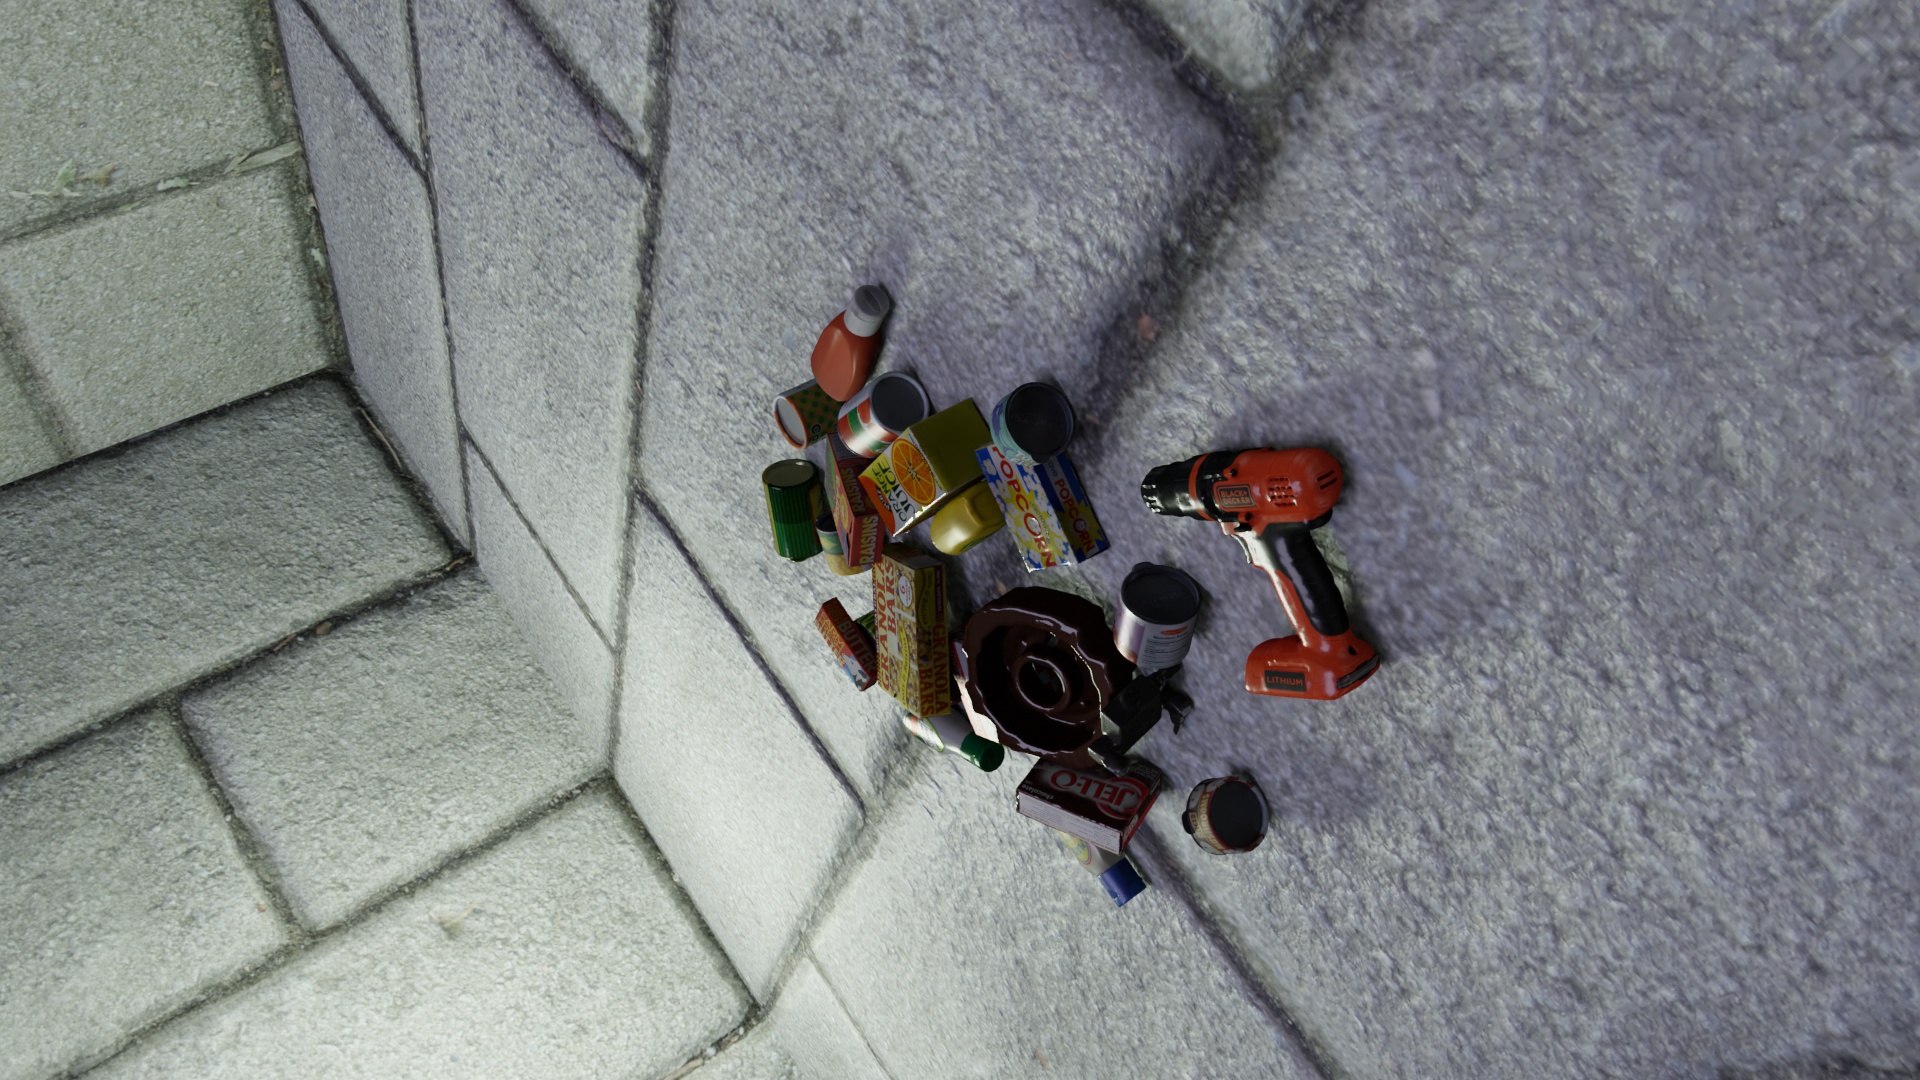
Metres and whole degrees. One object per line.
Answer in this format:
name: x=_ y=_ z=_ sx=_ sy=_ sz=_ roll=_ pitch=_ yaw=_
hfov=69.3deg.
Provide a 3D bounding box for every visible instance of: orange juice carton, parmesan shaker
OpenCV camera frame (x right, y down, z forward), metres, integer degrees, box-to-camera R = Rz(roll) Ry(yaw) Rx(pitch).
orange juice carton: x=-0.037 y=-0.063 z=1.355 sx=0.072 sy=0.073 sz=0.192 roll=60 pitch=152 yaw=3
parmesan shaker: x=-0.195 y=-0.036 z=1.643 sx=0.071 sy=0.071 sz=0.102 roll=34 pitch=141 yaw=41

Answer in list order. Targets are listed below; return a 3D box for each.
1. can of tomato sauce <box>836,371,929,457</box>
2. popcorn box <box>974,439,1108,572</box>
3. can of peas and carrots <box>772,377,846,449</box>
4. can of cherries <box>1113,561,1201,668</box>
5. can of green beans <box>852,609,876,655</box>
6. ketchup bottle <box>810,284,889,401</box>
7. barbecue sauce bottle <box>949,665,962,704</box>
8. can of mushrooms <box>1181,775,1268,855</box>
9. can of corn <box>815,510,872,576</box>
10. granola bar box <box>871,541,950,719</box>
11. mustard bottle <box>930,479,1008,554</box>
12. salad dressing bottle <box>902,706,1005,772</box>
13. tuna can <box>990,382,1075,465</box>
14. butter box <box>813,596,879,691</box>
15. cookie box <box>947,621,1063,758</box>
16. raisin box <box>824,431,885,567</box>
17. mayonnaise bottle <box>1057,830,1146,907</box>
can of tomato sauce: x=-0.075 y=-0.122 z=1.373 sx=0.071 sy=0.071 sz=0.083 roll=62 pitch=151 yaw=-1
popcorn box: x=0.071 y=-0.038 z=1.236 sx=0.085 sy=0.038 sz=0.126 roll=-14 pitch=103 yaw=61
can of peas and carrots: x=-0.161 y=-0.137 z=1.508 sx=0.071 sy=0.059 sz=0.070 roll=40 pitch=145 yaw=35
can of cherries: x=0.161 y=0.061 z=1.149 sx=0.071 sy=0.072 sz=0.058 roll=42 pitch=147 yaw=32
can of green beans: x=-0.085 y=0.108 z=1.602 sx=0.071 sy=0.058 sz=0.071 roll=39 pitch=144 yaw=36
ketchup bottle: x=-0.108 y=-0.199 z=1.381 sx=0.065 sy=0.044 sz=0.148 roll=55 pitch=151 yaw=9
barbecue sauce bottle: x=-0.042 y=0.157 z=1.591 sx=0.148 sy=0.044 sz=0.065 roll=-14 pitch=100 yaw=62
can of mushrooms: x=0.227 y=0.236 z=1.188 sx=0.071 sy=0.071 sz=0.033 roll=62 pitch=150 yaw=0
can of corn: x=-0.125 y=-0.001 z=1.561 sx=0.071 sy=0.071 sz=0.058 roll=20 pitch=132 yaw=51
granola bar box: x=-0.055 y=0.094 z=1.495 sx=0.124 sy=0.039 sz=0.165 roll=-156 pitch=61 yaw=-63
mustard bottle: x=0.005 y=-0.017 z=1.342 sx=0.049 sy=0.065 sz=0.159 roll=60 pitch=158 yaw=3
salad dressing bottle: x=-0.008 y=0.222 z=1.591 sx=0.148 sy=0.044 sz=0.064 roll=21 pitch=133 yaw=50
tuna can: x=0.061 y=-0.095 z=1.169 sx=0.071 sy=0.071 sz=0.032 roll=62 pitch=153 yaw=0
butter box: x=-0.129 y=0.120 z=1.593 sx=0.103 sy=0.024 sz=0.053 roll=55 pitch=152 yaw=12
cookie box: x=0.056 y=0.157 z=1.432 sx=0.167 sy=0.040 sz=0.122 roll=10 pitch=123 yaw=56
raisin box: x=-0.114 y=-0.045 z=1.486 sx=0.085 sy=0.040 sz=0.124 roll=100 pitch=156 yaw=-48
mayonnaise bottle: x=0.134 y=0.307 z=1.436 sx=0.148 sy=0.041 sz=0.064 roll=54 pitch=149 yaw=16
